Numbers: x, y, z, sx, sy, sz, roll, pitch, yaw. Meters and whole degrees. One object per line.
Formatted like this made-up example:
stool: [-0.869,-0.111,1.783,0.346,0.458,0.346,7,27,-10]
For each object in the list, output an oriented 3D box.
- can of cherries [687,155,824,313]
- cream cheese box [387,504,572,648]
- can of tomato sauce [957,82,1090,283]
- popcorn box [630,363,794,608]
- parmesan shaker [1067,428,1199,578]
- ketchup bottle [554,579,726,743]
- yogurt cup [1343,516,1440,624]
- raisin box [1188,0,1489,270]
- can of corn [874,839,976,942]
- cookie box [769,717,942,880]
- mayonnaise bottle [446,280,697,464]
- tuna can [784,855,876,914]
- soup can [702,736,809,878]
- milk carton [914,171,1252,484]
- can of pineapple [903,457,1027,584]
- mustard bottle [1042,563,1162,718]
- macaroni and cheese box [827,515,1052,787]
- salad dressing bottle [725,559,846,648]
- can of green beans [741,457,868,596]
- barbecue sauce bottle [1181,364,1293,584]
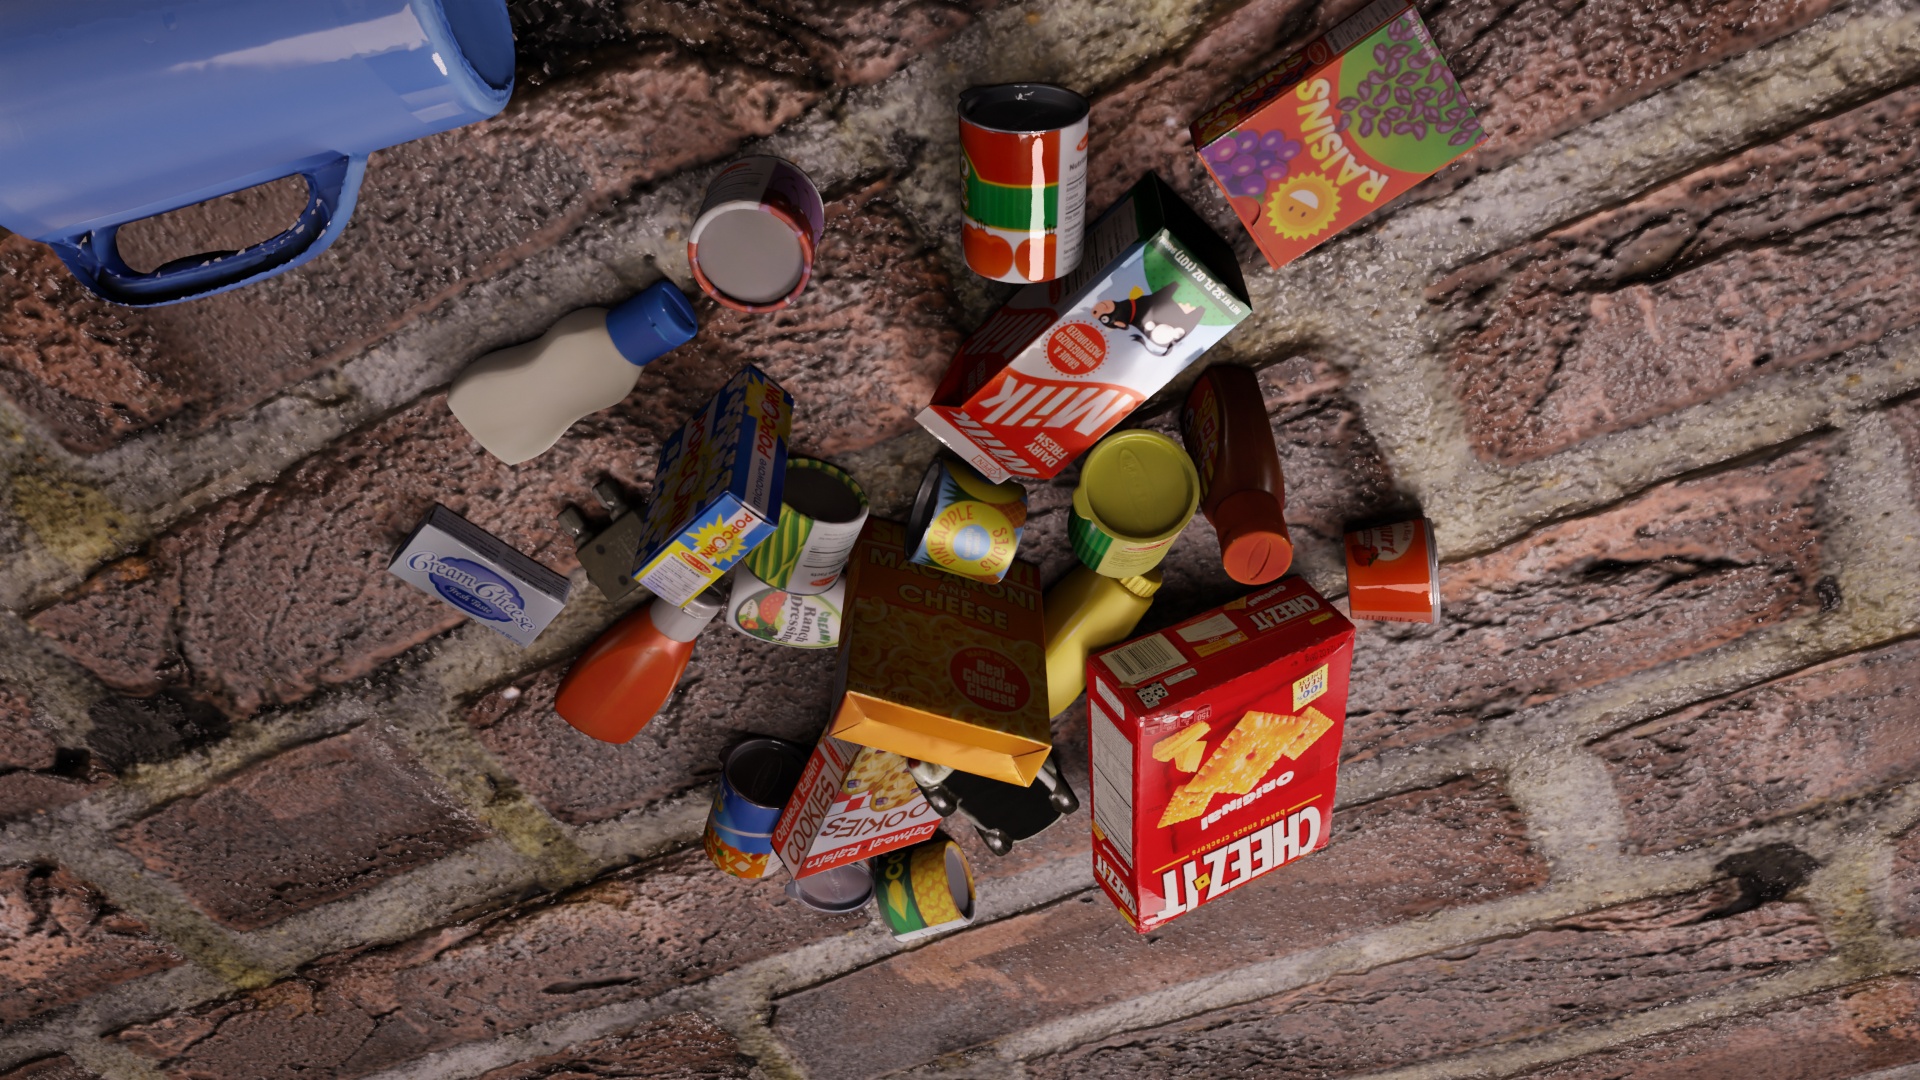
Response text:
can of cherries: [-0.107,-0.161,0.742,0.071,0.059,0.071,1,127,1]
cream cheese box: [-0.313,0.024,0.908,0.103,0.024,0.053,35,119,-23]
can of tomato sauce: [0.031,-0.185,0.718,0.071,0.071,0.082,0,128,1]
popcorn box: [-0.140,-0.033,0.798,0.038,0.127,0.085,37,120,-27]
parmesan shaker: [0.096,-0.019,0.813,0.071,0.071,0.103,1,168,0]
ketchup bottle: [-0.212,0.076,0.934,0.064,0.044,0.148,32,121,-22]
yogurt cup: [0.271,0.021,0.874,0.054,0.073,0.072,-5,128,15]
raisin box: [0.193,-0.209,0.714,0.123,0.040,0.086,-30,122,23]
can of corn: [-0.027,0.266,1.065,0.058,0.071,0.071,-19,125,14]
cookie box: [-0.048,0.156,0.960,0.123,0.040,0.166,-7,137,-40]
mayonnaise bottle: [-0.221,-0.100,0.802,0.148,0.041,0.064,-26,124,18]
tuna can: [-0.100,0.257,1.078,0.071,0.033,0.070,0,127,1]
soup can: [-0.150,0.193,1.010,0.071,0.072,0.083,15,127,-10]
milk carton: [0.063,-0.105,0.773,0.072,0.074,0.190,38,119,-24]
can of pineapple: [0.003,-0.011,0.849,0.058,0.071,0.070,17,126,-12]
mustard bottle: [0.085,0.048,0.898,0.049,0.065,0.159,30,117,-24]
macaroni and cheese box: [-0.010,0.062,0.843,0.124,0.167,0.040,17,126,-12]
salad dressing bottle: [-0.077,0.047,0.910,0.148,0.044,0.064,13,128,-9]
can of green beans: [-0.096,-0.009,0.854,0.071,0.071,0.057,18,125,-13]
barbecue sauce bottle: [0.155,-0.036,0.777,0.044,0.149,0.064,8,127,-6]
